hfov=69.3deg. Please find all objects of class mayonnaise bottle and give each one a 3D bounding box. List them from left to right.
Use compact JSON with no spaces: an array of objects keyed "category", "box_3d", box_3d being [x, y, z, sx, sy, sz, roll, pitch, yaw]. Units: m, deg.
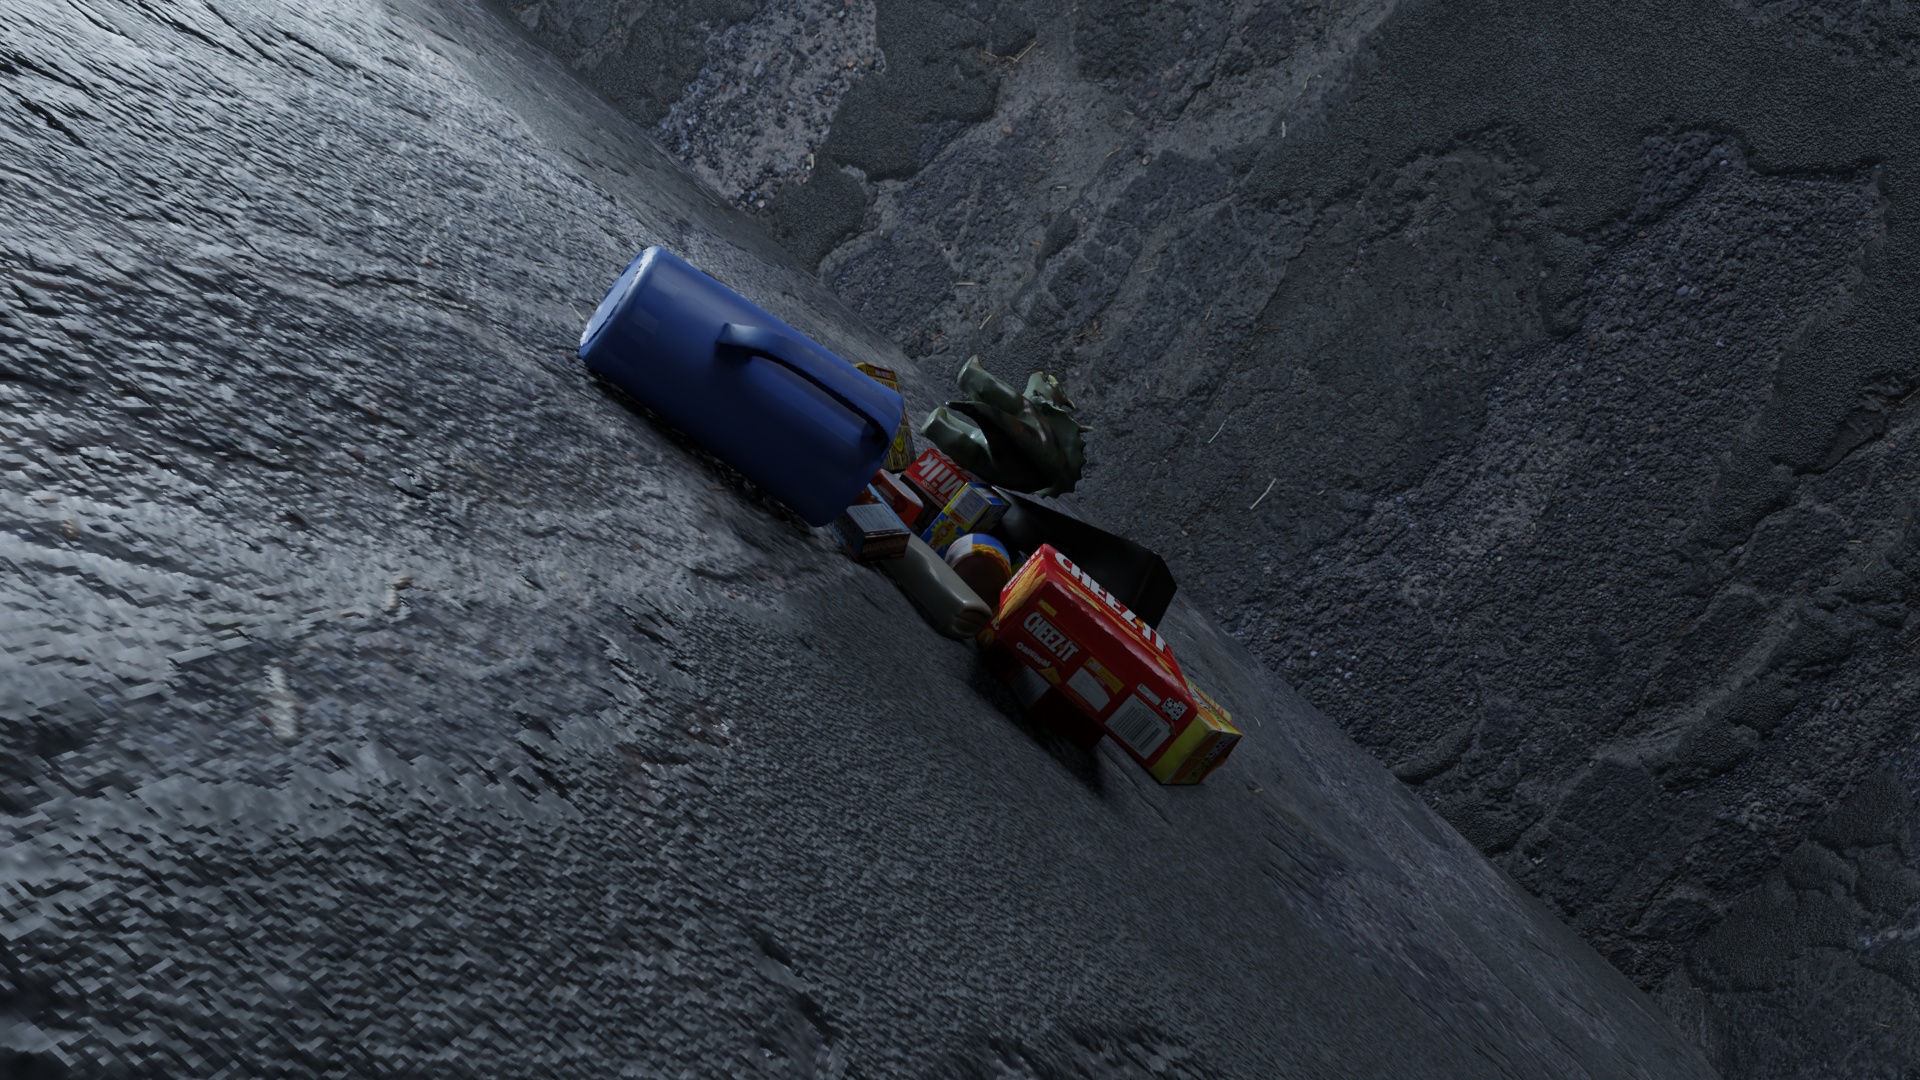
[{"category":"mayonnaise bottle","box_3d":[-0.037,0.026,1.227,0.148,0.041,0.064,44,9,31]}]

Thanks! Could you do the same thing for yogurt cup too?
[{"category":"yogurt cup","box_3d":[-0.072,-0.030,1.310,0.072,0.054,0.072,41,8,-7]}]

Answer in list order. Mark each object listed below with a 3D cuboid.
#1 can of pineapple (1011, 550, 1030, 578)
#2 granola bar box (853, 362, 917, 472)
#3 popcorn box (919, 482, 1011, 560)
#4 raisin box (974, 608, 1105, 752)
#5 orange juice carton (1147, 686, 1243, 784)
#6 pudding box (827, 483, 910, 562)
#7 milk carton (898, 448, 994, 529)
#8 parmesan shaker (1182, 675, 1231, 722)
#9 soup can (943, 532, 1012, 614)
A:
[{"category":"can of pineapple","box_3d":[0.071,0.055,1.485,0.071,0.058,0.071,40,8,-6]},{"category":"granola bar box","box_3d":[-0.094,-0.138,1.607,0.166,0.039,0.124,-24,99,-81]},{"category":"popcorn box","box_3d":[0.005,-0.019,1.484,0.038,0.085,0.127,41,8,8]},{"category":"raisin box","box_3d":[0.073,0.122,1.221,0.086,0.040,0.124,34,12,-35]},{"category":"orange juice carton","box_3d":[0.225,0.195,1.399,0.072,0.073,0.192,44,8,23]},{"category":"pudding box","box_3d":[-0.085,-0.018,1.204,0.050,0.030,0.084,-7,39,-35]},{"category":"milk carton","box_3d":[-0.022,-0.055,1.594,0.072,0.073,0.191,41,9,7]},{"category":"parmesan shaker","box_3d":[0.239,0.184,1.537,0.103,0.071,0.071,40,8,-2]},{"category":"soup can","box_3d":[0.019,0.034,1.334,0.071,0.071,0.084,40,9,-7]}]
